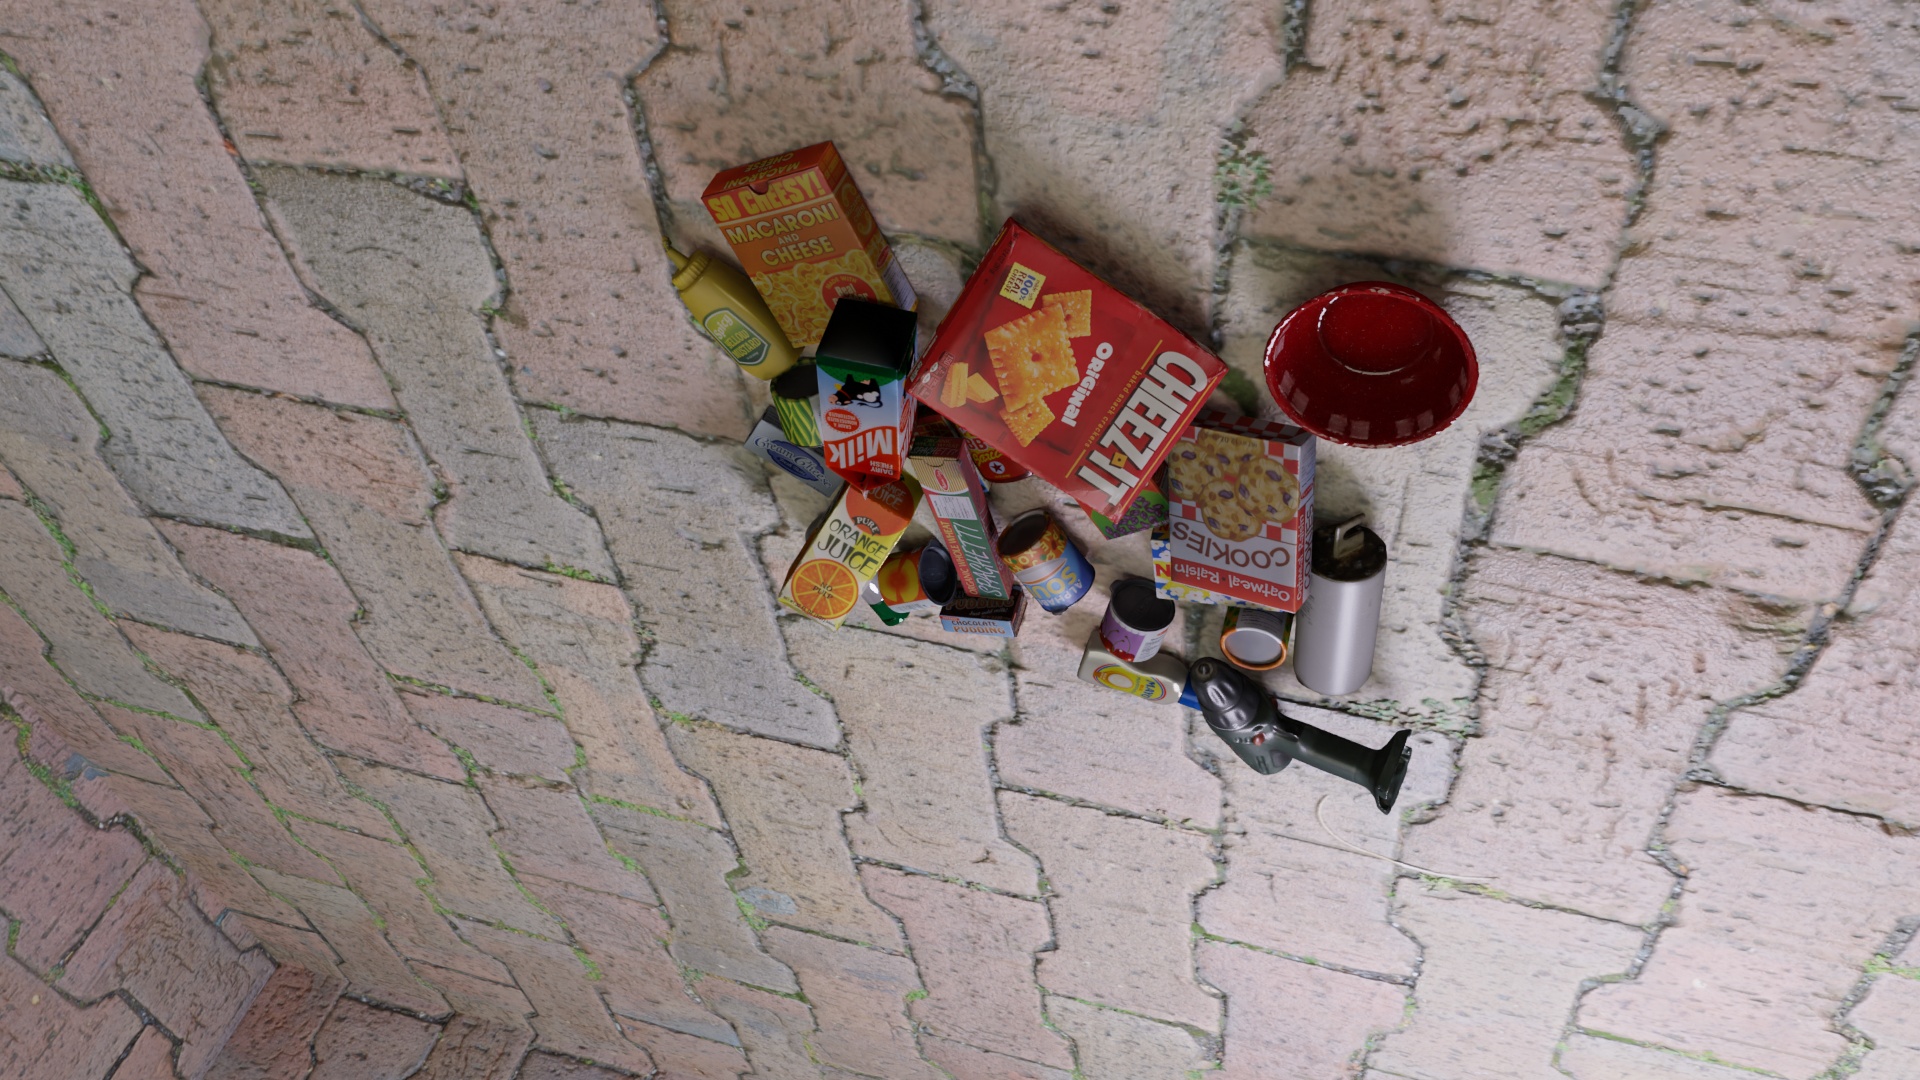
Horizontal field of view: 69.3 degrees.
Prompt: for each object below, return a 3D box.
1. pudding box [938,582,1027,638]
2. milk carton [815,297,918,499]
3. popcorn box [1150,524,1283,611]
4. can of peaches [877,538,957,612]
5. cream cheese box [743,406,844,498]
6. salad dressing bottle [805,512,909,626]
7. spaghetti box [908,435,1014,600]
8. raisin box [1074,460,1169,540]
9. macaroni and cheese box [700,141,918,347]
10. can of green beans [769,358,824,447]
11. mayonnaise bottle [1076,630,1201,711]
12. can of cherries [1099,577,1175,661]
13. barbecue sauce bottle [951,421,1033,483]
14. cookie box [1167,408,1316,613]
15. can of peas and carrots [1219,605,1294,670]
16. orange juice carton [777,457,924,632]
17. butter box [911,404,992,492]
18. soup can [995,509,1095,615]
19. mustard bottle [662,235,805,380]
[{"bbox_3d":[0.025,0.073,1.481,0.084,0.050,0.030,4,139,21],"label":"pudding box"},{"bbox_3d":[-0.081,-0.120,1.243,0.073,0.073,0.189,11,145,7],"label":"milk carton"},{"bbox_3d":[0.249,0.021,1.329,0.127,0.038,0.084,6,138,19],"label":"popcorn box"},{"bbox_3d":[-0.046,0.038,1.464,0.058,0.071,0.071,-13,129,35],"label":"can of peaches"},{"bbox_3d":[-0.163,-0.089,1.404,0.104,0.024,0.053,31,139,-10],"label":"cream cheese box"},{"bbox_3d":[-0.107,0.033,1.500,0.064,0.044,0.147,-15,128,35],"label":"salad dressing bottle"},{"bbox_3d":[0.005,-0.017,1.372,0.050,0.029,0.249,5,148,19],"label":"spaghetti box"},{"bbox_3d":[0.141,-0.062,1.285,0.086,0.040,0.123,-16,127,38],"label":"raisin box"},{"bbox_3d":[-0.128,-0.250,1.196,0.123,0.040,0.165,-7,133,29],"label":"macaroni and cheese box"},{"bbox_3d":[-0.142,-0.131,1.316,0.071,0.071,0.057,6,137,18],"label":"can of green beans"},{"bbox_3d":[0.202,0.145,1.487,0.148,0.041,0.064,19,138,5],"label":"mayonnaise bottle"},{"bbox_3d":[0.177,0.079,1.409,0.071,0.072,0.058,18,141,5],"label":"can of cherries"},{"bbox_3d":[0.017,-0.119,1.274,0.065,0.044,0.148,-4,134,37],"label":"barbecue sauce bottle"},{"bbox_3d":[0.246,-0.027,1.221,0.123,0.040,0.166,15,126,32],"label":"cookie box"},{"bbox_3d":[0.292,0.087,1.368,0.071,0.059,0.070,13,139,12],"label":"can of peas and carrots"},{"bbox_3d":[-0.103,-0.010,1.398,0.072,0.073,0.192,31,112,-10],"label":"orange juice carton"},{"bbox_3d":[-0.013,-0.087,1.338,0.053,0.024,0.103,-9,132,31],"label":"butter box"},{"bbox_3d":[0.084,0.022,1.379,0.071,0.072,0.083,-17,126,37],"label":"soup can"},{"bbox_3d":[-0.215,-0.216,1.267,0.065,0.049,0.160,-26,121,40],"label":"mustard bottle"}]
